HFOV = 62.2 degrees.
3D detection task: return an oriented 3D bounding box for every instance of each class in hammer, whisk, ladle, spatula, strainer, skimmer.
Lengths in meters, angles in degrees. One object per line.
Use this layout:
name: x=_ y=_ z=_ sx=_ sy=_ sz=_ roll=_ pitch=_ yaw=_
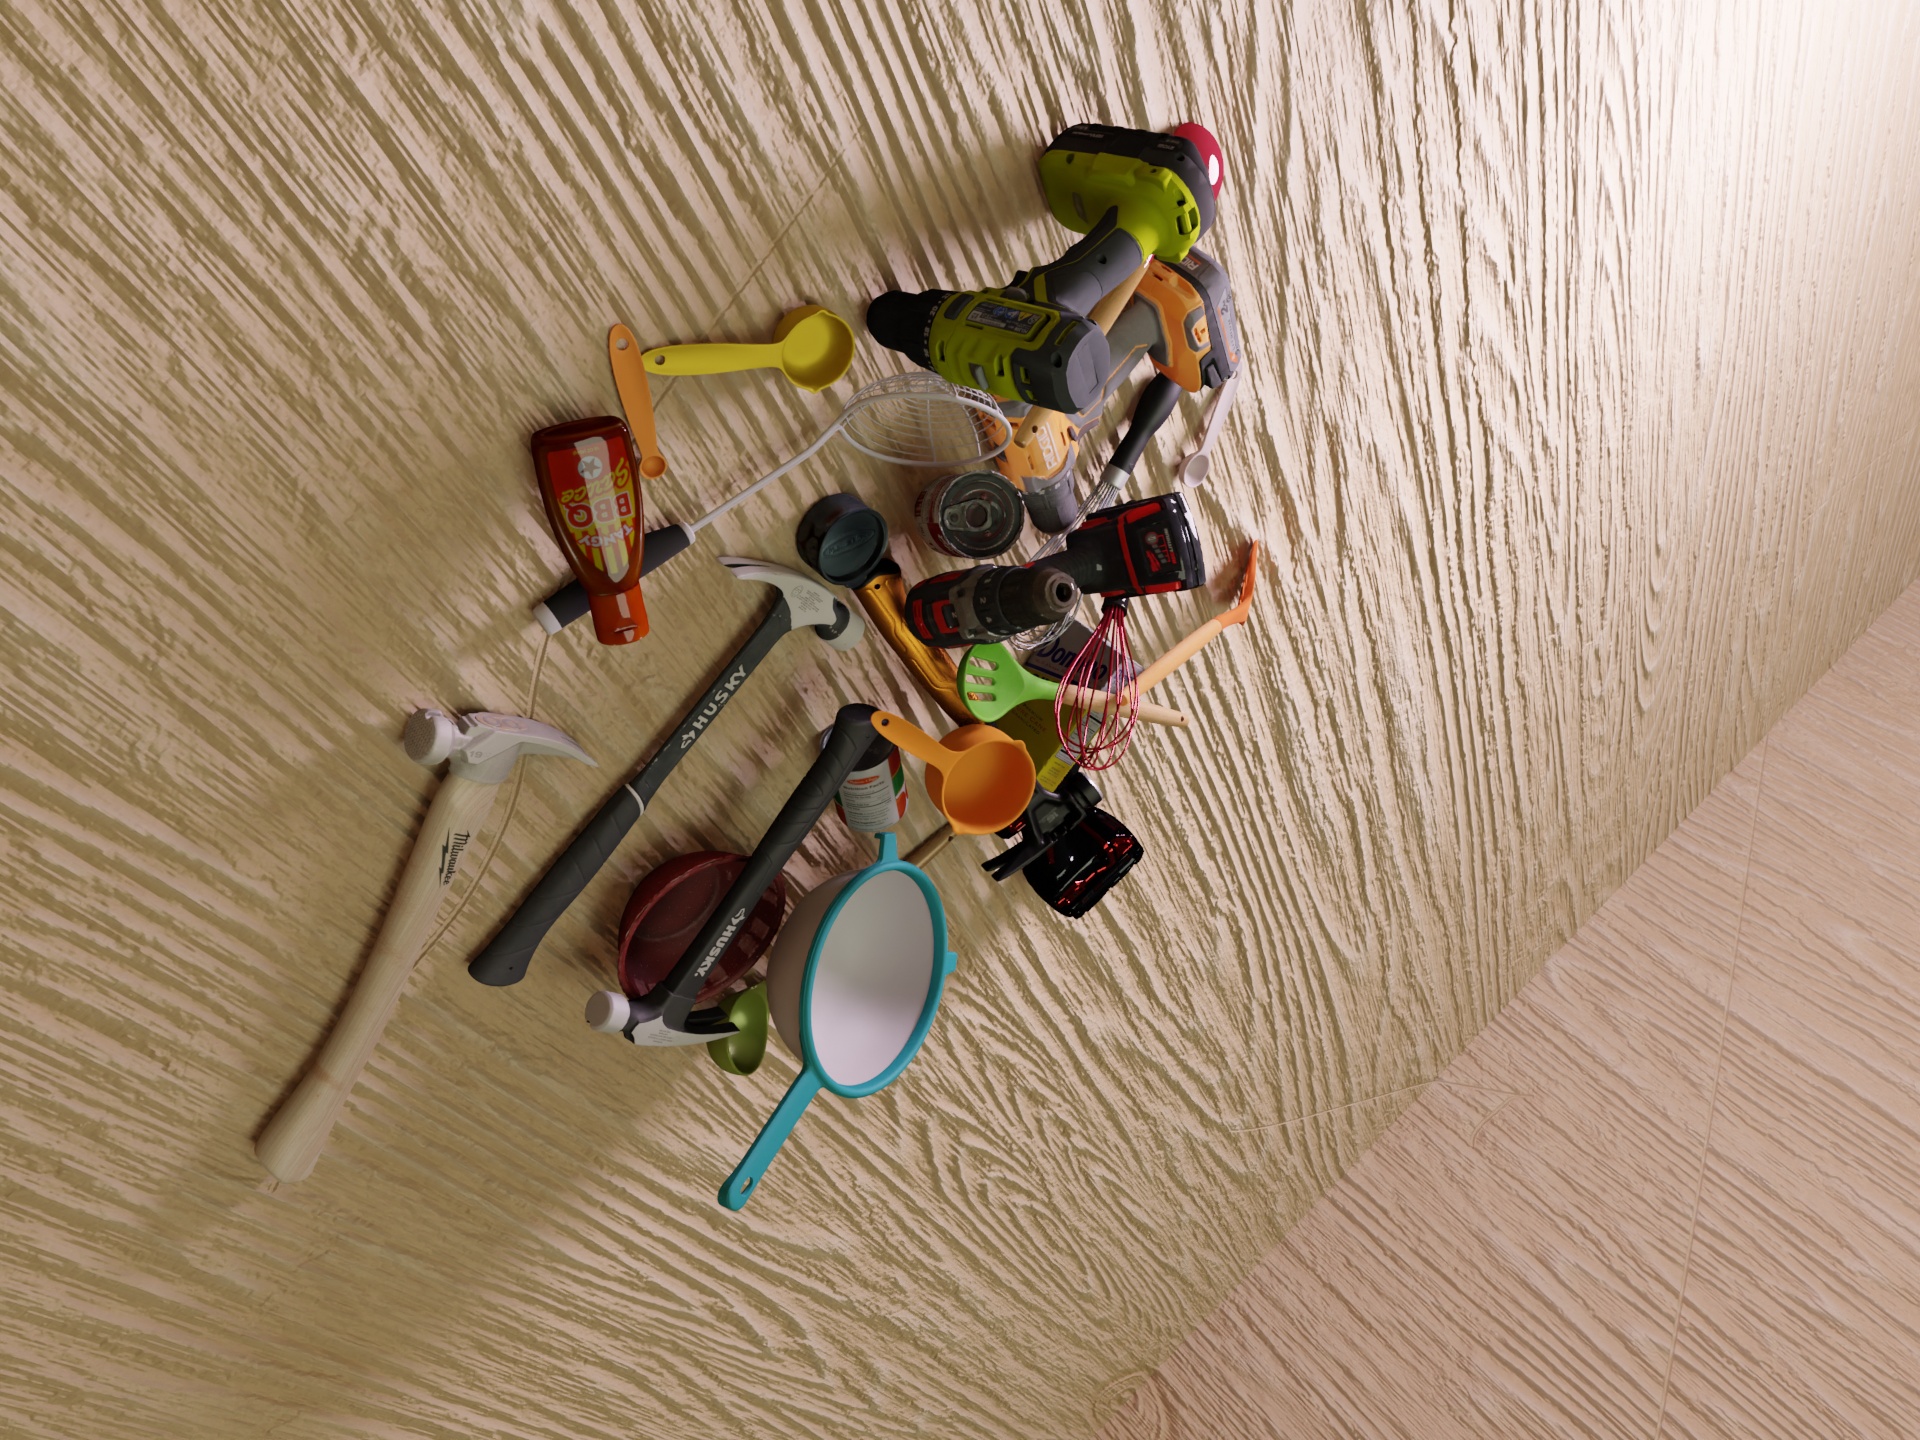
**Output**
hammer: x=-0.162 y=0.128 z=1.302 sx=0.335 sy=0.035 sz=0.146 roll=-55 pitch=142 yaw=5
whisk: x=0.120 y=-0.186 z=1.401 sx=0.070 sy=0.070 sz=0.284 roll=23 pitch=99 yaw=-52
ladle: x=-0.113 y=0.210 z=1.503 sx=0.320 sy=0.062 sz=0.078 roll=-41 pitch=136 yaw=-16
spatula: x=0.225 y=-0.085 z=1.523 sx=0.322 sy=0.041 sz=0.081 roll=-35 pitch=143 yaw=-47
whisk: x=0.131 y=-0.080 z=1.383 sx=0.073 sy=0.073 sz=0.296 roll=66 pitch=31 yaw=-50
strainer: x=-0.136 y=0.267 z=1.386 sx=0.340 sy=0.095 sz=0.210 roll=-56 pitch=139 yaw=-32
skimmer: x=-0.131 y=-0.145 z=1.147 sx=0.363 sy=0.090 sz=0.127 roll=-35 pitch=174 yaw=-15
hammer: x=-0.413 y=0.175 z=1.182 sx=0.146 sy=0.038 sz=0.410 roll=11 pitch=113 yaw=-51
ladle: x=0.125 y=-0.335 z=1.223 sx=0.069 sy=0.031 sz=0.315 roll=44 pitch=72 yaw=-39
hammer: x=-0.002 y=-0.004 z=1.363 sx=0.127 sy=0.034 sz=0.336 roll=-40 pitch=124 yaw=-5
hammer: x=-0.245 y=0.045 z=1.241 sx=0.409 sy=0.036 sz=0.149 roll=-50 pitch=142 yaw=1

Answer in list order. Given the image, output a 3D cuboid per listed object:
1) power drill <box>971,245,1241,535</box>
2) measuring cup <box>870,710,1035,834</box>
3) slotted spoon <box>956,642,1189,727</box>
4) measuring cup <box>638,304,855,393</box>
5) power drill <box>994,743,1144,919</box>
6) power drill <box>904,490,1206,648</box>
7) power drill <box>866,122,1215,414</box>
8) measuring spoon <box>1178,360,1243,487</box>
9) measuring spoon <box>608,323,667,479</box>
power drill: x=0.123 y=-0.266 z=1.314 sx=0.226 sy=0.084 sz=0.185 roll=-38 pitch=145 yaw=-9
measuring cup: x=-0.016 y=0.027 z=1.319 sx=0.173 sy=0.052 sz=0.095 roll=33 pitch=95 yaw=-32
slotted spoon: x=0.103 y=-0.019 z=1.398 sx=0.313 sy=0.031 sz=0.070 roll=10 pitch=84 yaw=-44
measuring cup: x=-0.149 y=-0.256 z=1.095 sx=0.156 sy=0.029 sz=0.062 roll=-10 pitch=129 yaw=-26
power drill: x=0.103 y=0.094 z=1.608 sx=0.143 sy=0.079 sz=0.219 roll=-43 pitch=140 yaw=-9
power drill: x=0.088 y=-0.114 z=1.252 sx=0.226 sy=0.188 sz=0.080 roll=-21 pitch=100 yaw=-31
power drill: x=0.058 y=-0.323 z=1.134 sx=0.228 sy=0.191 sz=0.080 roll=-52 pitch=144 yaw=-21
measuring spoon: x=0.230 y=-0.276 z=1.470 sx=0.034 sy=0.018 sz=0.124 roll=7 pitch=109 yaw=-48
measuring spoon: x=-0.218 y=-0.214 z=1.067 sx=0.021 sy=0.011 sz=0.116 roll=-21 pitch=132 yaw=-16
